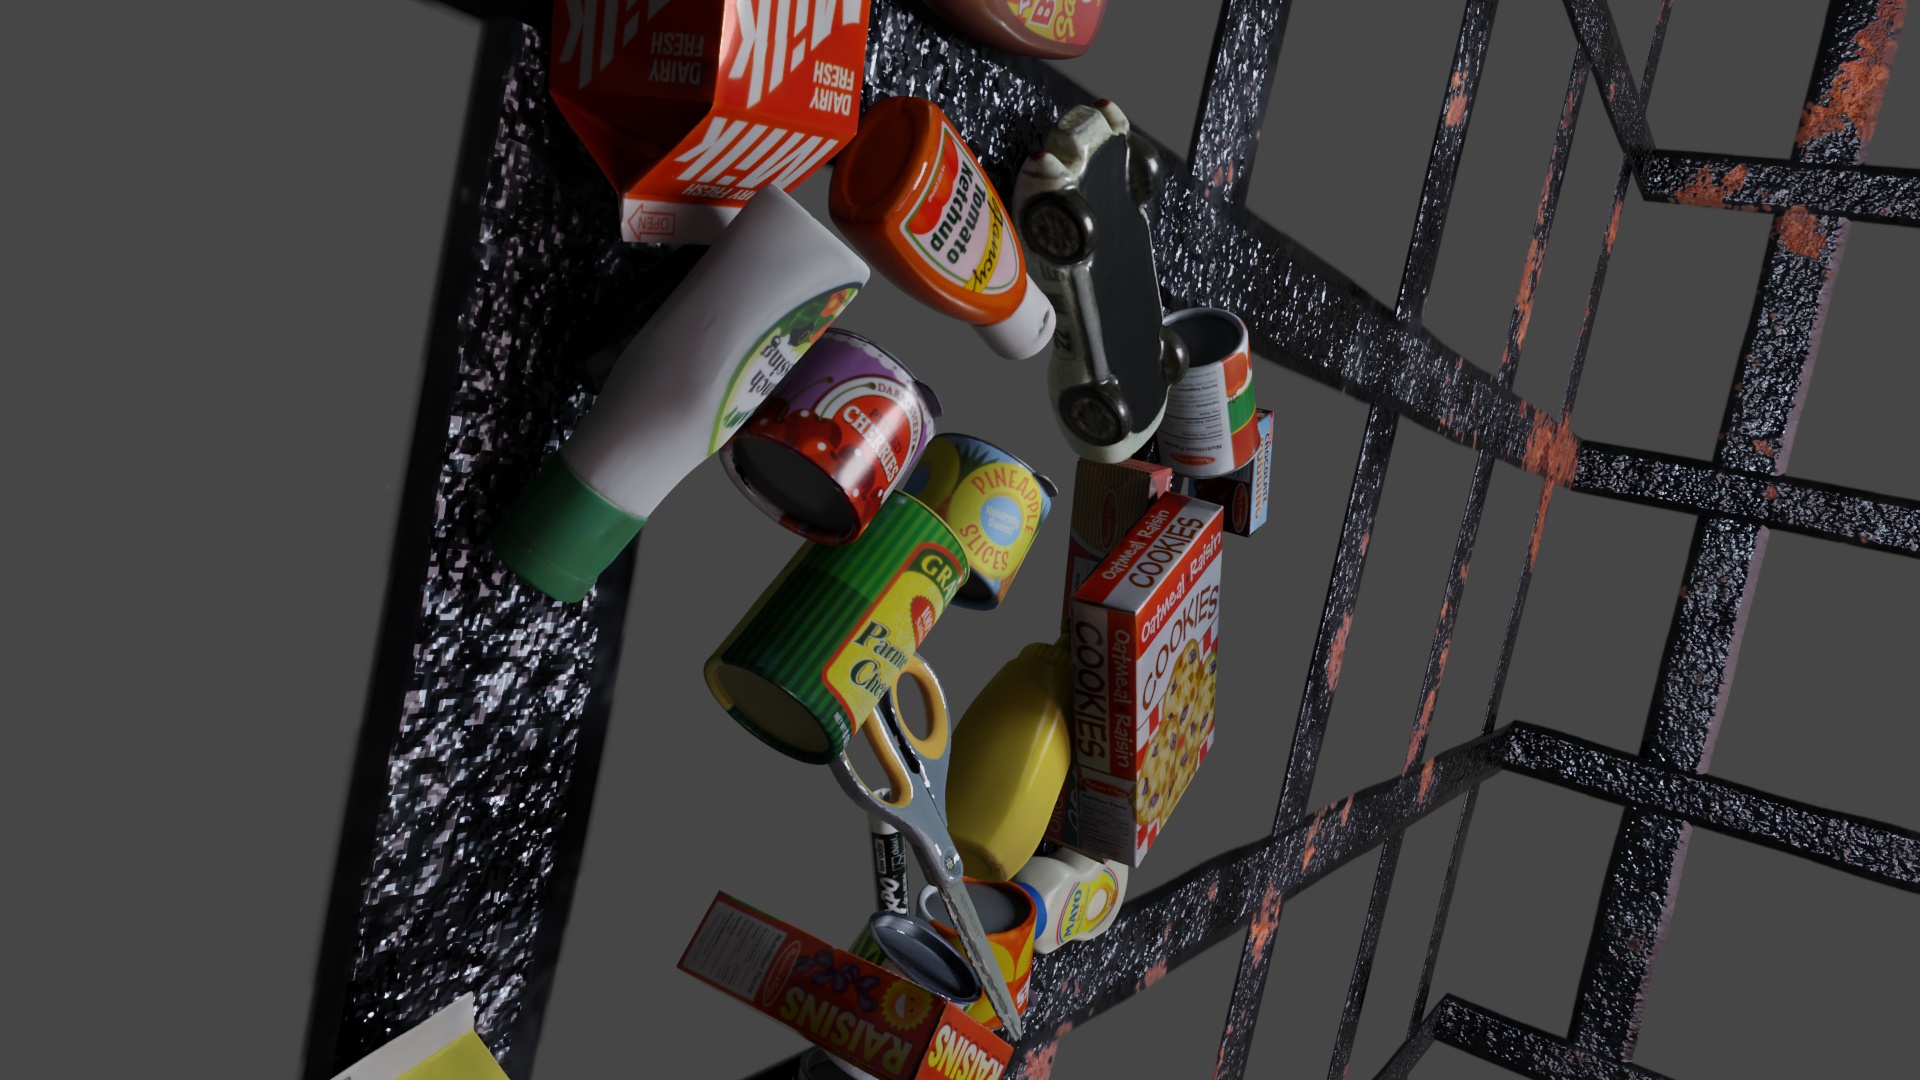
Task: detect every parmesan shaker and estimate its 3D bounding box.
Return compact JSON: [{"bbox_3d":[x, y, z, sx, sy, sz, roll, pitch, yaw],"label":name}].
[{"bbox_3d":[-0.050,0.036,0.582,0.103,0.071,0.071,-54,143,-31],"label":"parmesan shaker"}]

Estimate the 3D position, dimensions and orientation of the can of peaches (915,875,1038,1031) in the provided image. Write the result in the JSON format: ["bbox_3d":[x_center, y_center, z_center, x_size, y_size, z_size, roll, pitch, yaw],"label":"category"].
[{"bbox_3d":[0.009,0.222,0.753,0.071,0.071,0.058,-19,118,-54],"label":"can of peaches"}]

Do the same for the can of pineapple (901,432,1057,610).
[{"bbox_3d":[0.002,-0.008,0.645,0.058,0.071,0.070,-62,147,-21],"label":"can of pineapple"}]

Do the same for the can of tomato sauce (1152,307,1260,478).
[{"bbox_3d":[0.146,-0.091,0.847,0.071,0.071,0.082,-52,142,-34],"label":"can of tomato sauce"}]

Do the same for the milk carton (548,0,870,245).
[{"bbox_3d":[-0.075,-0.189,0.437,0.072,0.073,0.190,-14,115,-57],"label":"milk carton"}]

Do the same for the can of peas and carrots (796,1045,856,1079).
[{"bbox_3d":[-0.051,0.290,0.684,0.071,0.071,0.058,8,96,-59],"label":"can of peas and carrots"}]

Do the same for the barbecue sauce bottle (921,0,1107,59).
[{"bbox_3d":[0.010,-0.242,0.582,0.149,0.044,0.064,-17,118,-55],"label":"barbecue sauce bottle"}]

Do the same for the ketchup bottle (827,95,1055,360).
[{"bbox_3d":[-0.002,-0.128,0.612,0.148,0.043,0.065,38,70,-58],"label":"ketchup bottle"}]

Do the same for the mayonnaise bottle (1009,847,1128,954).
[{"bbox_3d":[0.055,0.223,0.855,0.148,0.041,0.064,5,100,-60],"label":"mayonnaise bottle"}]

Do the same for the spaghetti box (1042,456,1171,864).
[{"bbox_3d":[0.085,0.072,0.832,0.029,0.050,0.249,-20,120,-53],"label":"spaghetti box"}]

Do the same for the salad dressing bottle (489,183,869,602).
[{"bbox_3d":[-0.093,-0.046,0.452,0.147,0.044,0.064,-49,180,4],"label":"salad dressing bottle"}]

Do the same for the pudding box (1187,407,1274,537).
[{"bbox_3d":[0.181,-0.049,0.937,0.030,0.050,0.083,-29,126,-48],"label":"pudding box"}]

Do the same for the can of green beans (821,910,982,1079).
[{"bbox_3d":[-0.032,0.225,0.677,0.057,0.071,0.071,-56,150,6],"label":"can of green beans"}]

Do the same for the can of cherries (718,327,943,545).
[{"bbox_3d":[-0.050,-0.040,0.543,0.058,0.071,0.071,-56,144,-29],"label":"can of cherries"}]

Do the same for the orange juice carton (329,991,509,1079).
[{"bbox_3d":[-0.179,0.244,0.453,0.072,0.073,0.191,-26,124,-52],"label":"orange juice carton"}]

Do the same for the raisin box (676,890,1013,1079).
[{"bbox_3d":[-0.049,0.202,0.598,0.040,0.123,0.085,-62,147,-22],"label":"raisin box"}]

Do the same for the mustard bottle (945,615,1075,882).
[{"bbox_3d":[0.033,0.105,0.750,0.161,0.065,0.048,-59,142,-33],"label":"mustard bottle"}]

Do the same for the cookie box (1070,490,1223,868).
[{"bbox_3d":[0.104,0.075,0.769,0.123,0.040,0.166,-43,138,-48],"label":"cookie box"}]
